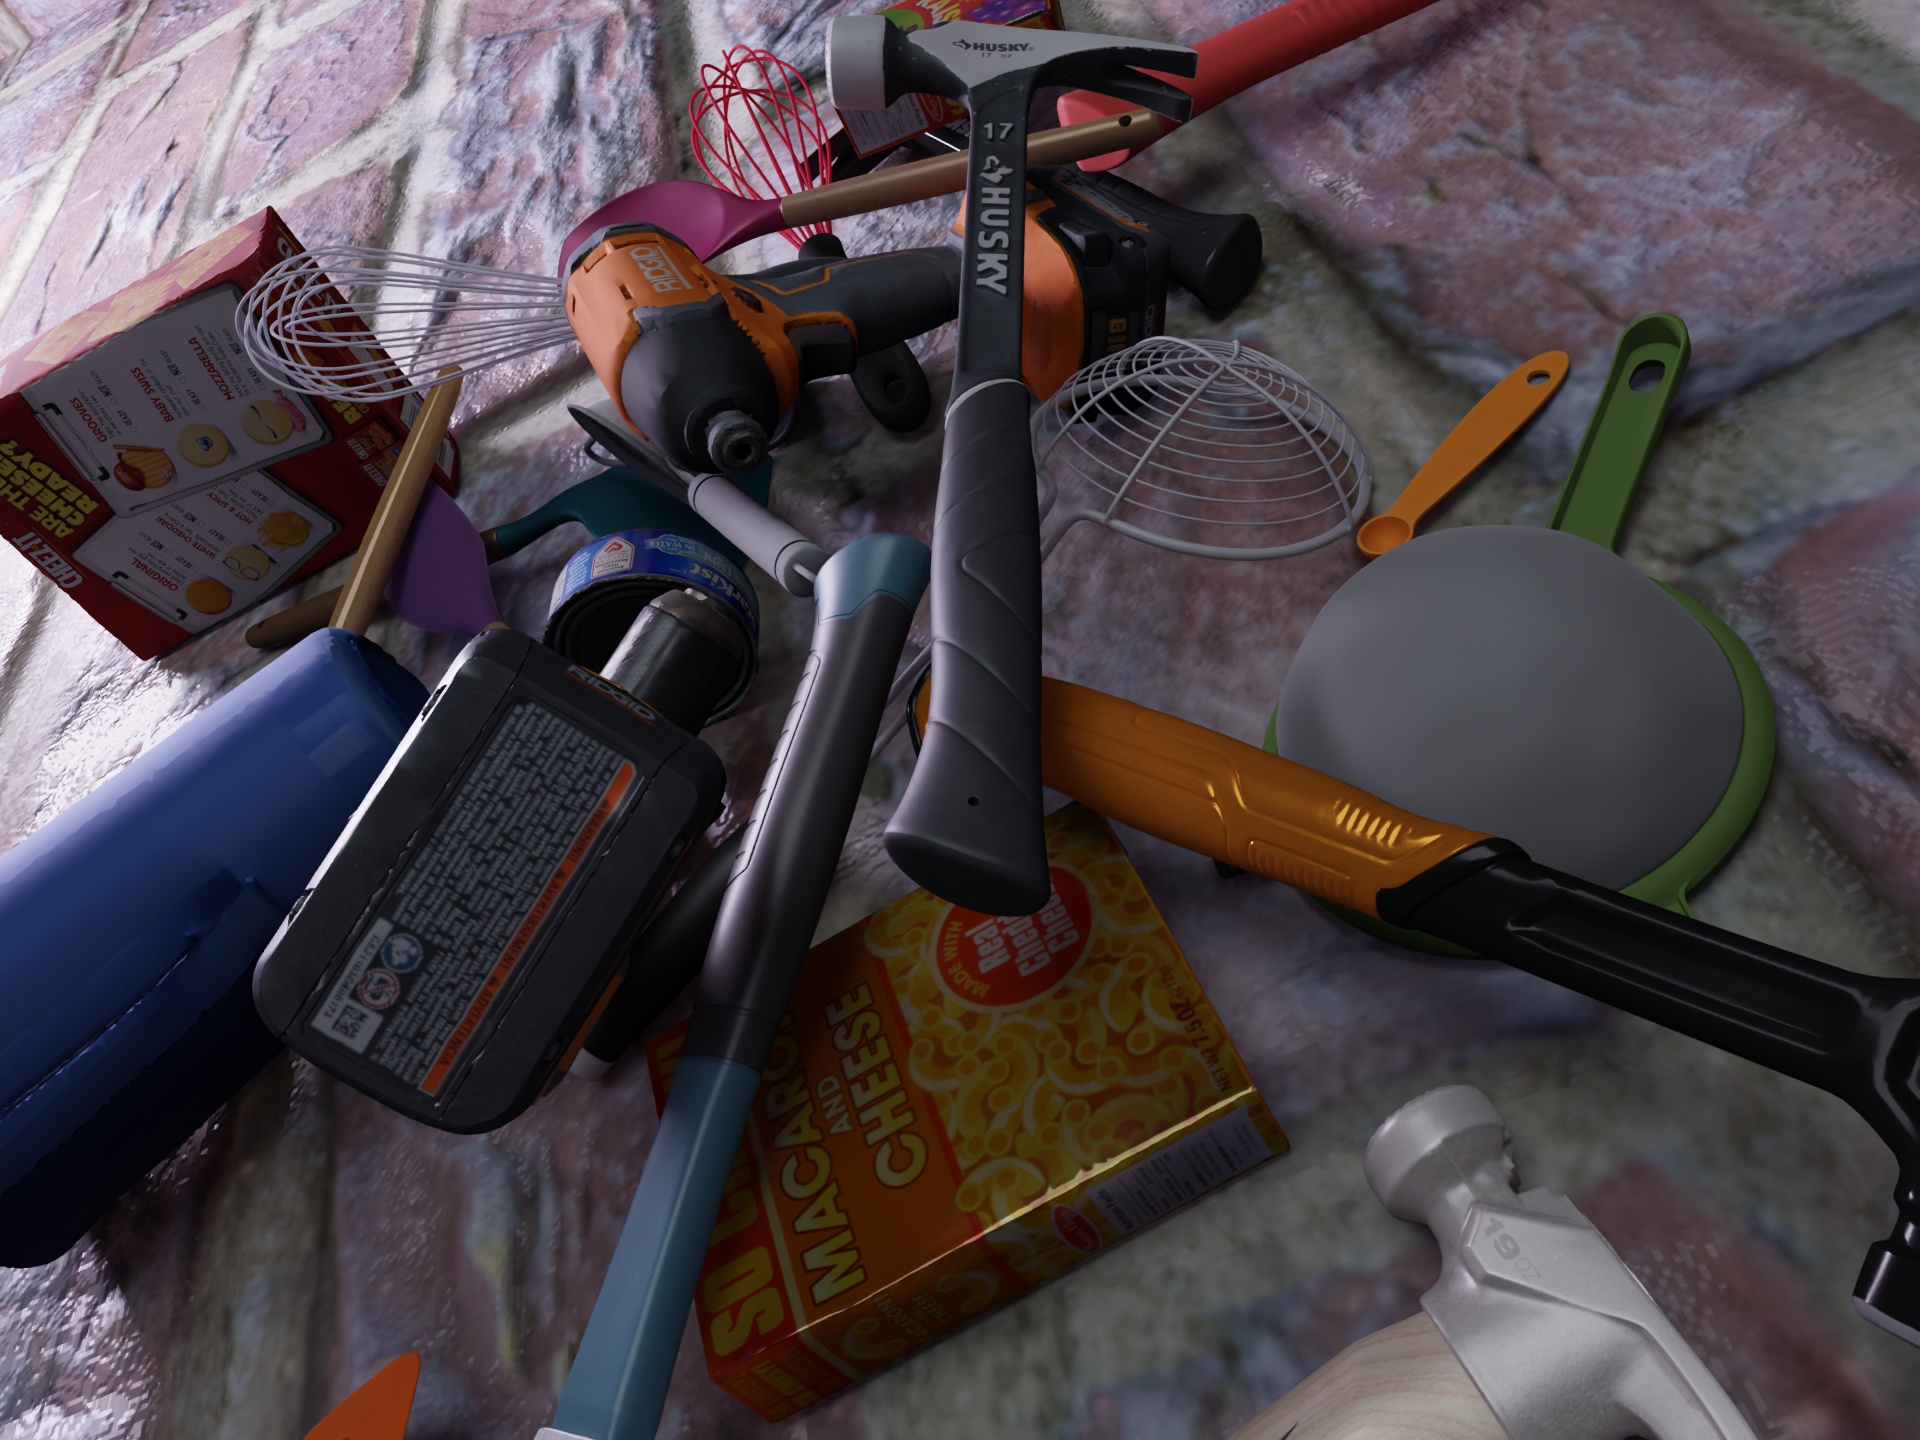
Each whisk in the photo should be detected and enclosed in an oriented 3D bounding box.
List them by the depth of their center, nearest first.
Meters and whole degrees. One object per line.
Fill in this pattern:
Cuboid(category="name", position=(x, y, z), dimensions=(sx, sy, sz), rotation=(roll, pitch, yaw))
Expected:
Cuboid(category="whisk", position=(-0.168, -0.181, 0.704), dimensions=(0.284, 0.070, 0.070), rotation=(-8, 42, -13))
Cuboid(category="whisk", position=(-0.077, -0.249, 0.803), dimensions=(0.073, 0.073, 0.296), rotation=(-29, 58, 5))

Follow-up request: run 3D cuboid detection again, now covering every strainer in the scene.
Cuboid(category="strainer", position=(0.179, -0.051, 0.491), dimensions=(0.151, 0.069, 0.256), rotation=(11, 60, 37))
Cuboid(category="strainer", position=(-0.101, -0.095, 0.649), dimensions=(0.050, 0.086, 0.259), rotation=(-52, 36, 1))

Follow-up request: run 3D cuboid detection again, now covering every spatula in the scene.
Cuboid(category="spatula", position=(-0.296, 0.260, 0.515), dimensions=(0.322, 0.041, 0.081), rotation=(-13, 47, 22))
Cuboid(category="spatula", position=(-0.199, -0.023, 0.708), dimensions=(0.060, 0.018, 0.316), rotation=(-53, 50, 5))
Cuboid(category="spatula", position=(-0.240, -0.075, 0.798), dimensions=(0.317, 0.044, 0.082), rotation=(-15, 47, 26))

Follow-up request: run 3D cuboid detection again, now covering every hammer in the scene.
Cuboid(category="hammer", position=(-0.011, 0.250, 0.360), dimensions=(0.410, 0.038, 0.146), rotation=(-33, 44, 1))
Cuboid(category="hammer", position=(0.109, 0.027, 0.413), dimensions=(0.337, 0.034, 0.127), rotation=(20, 83, 44))
Cuboid(category="hammer", position=(-0.067, 0.088, 0.463), dimensions=(0.128, 0.033, 0.331), rotation=(-8, 55, 40))
Cuboid(category="hammer", position=(0.015, -0.117, 0.536), dimensions=(0.149, 0.036, 0.409), rotation=(1, 53, 2))
Cuboid(category="hammer", position=(0.212, -0.350, 0.740), dimensions=(0.359, 0.036, 0.149), rotation=(-24, 44, 1))
Cuboid(category="hammer", position=(0.036, -0.271, 0.800), dimensions=(0.146, 0.035, 0.335), rotation=(-37, 43, -5))

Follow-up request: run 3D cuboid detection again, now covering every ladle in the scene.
Cuboid(category="ladle", position=(-0.294, -0.039, 0.753), dimensions=(0.069, 0.031, 0.316), rotation=(-3, 62, 36))

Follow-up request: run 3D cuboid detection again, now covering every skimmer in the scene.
Cuboid(category="skimmer", position=(-0.001, -0.002, 0.583), dimensions=(0.363, 0.090, 0.127), rotation=(-48, 55, 0))

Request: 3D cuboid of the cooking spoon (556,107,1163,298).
Cuboid(category="cooking spoon", position=(-0.059, -0.246, 0.755), dimensions=(0.319, 0.017, 0.069), rotation=(-6, 70, 23))

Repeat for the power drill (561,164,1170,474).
Cuboid(category="power drill", position=(-0.033, -0.157, 0.643), dimensions=(0.226, 0.084, 0.164), rotation=(-14, 39, -18))

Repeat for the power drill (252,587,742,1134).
Cuboid(category="power drill", position=(-0.125, 0.029, 0.505), dimensions=(0.185, 0.084, 0.226), rotation=(-59, 6, -9))

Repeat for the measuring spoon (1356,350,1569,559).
Cuboid(category="measuring spoon", position=(0.184, -0.095, 0.574), dimensions=(0.117, 0.011, 0.021), rotation=(-44, 46, -17))
